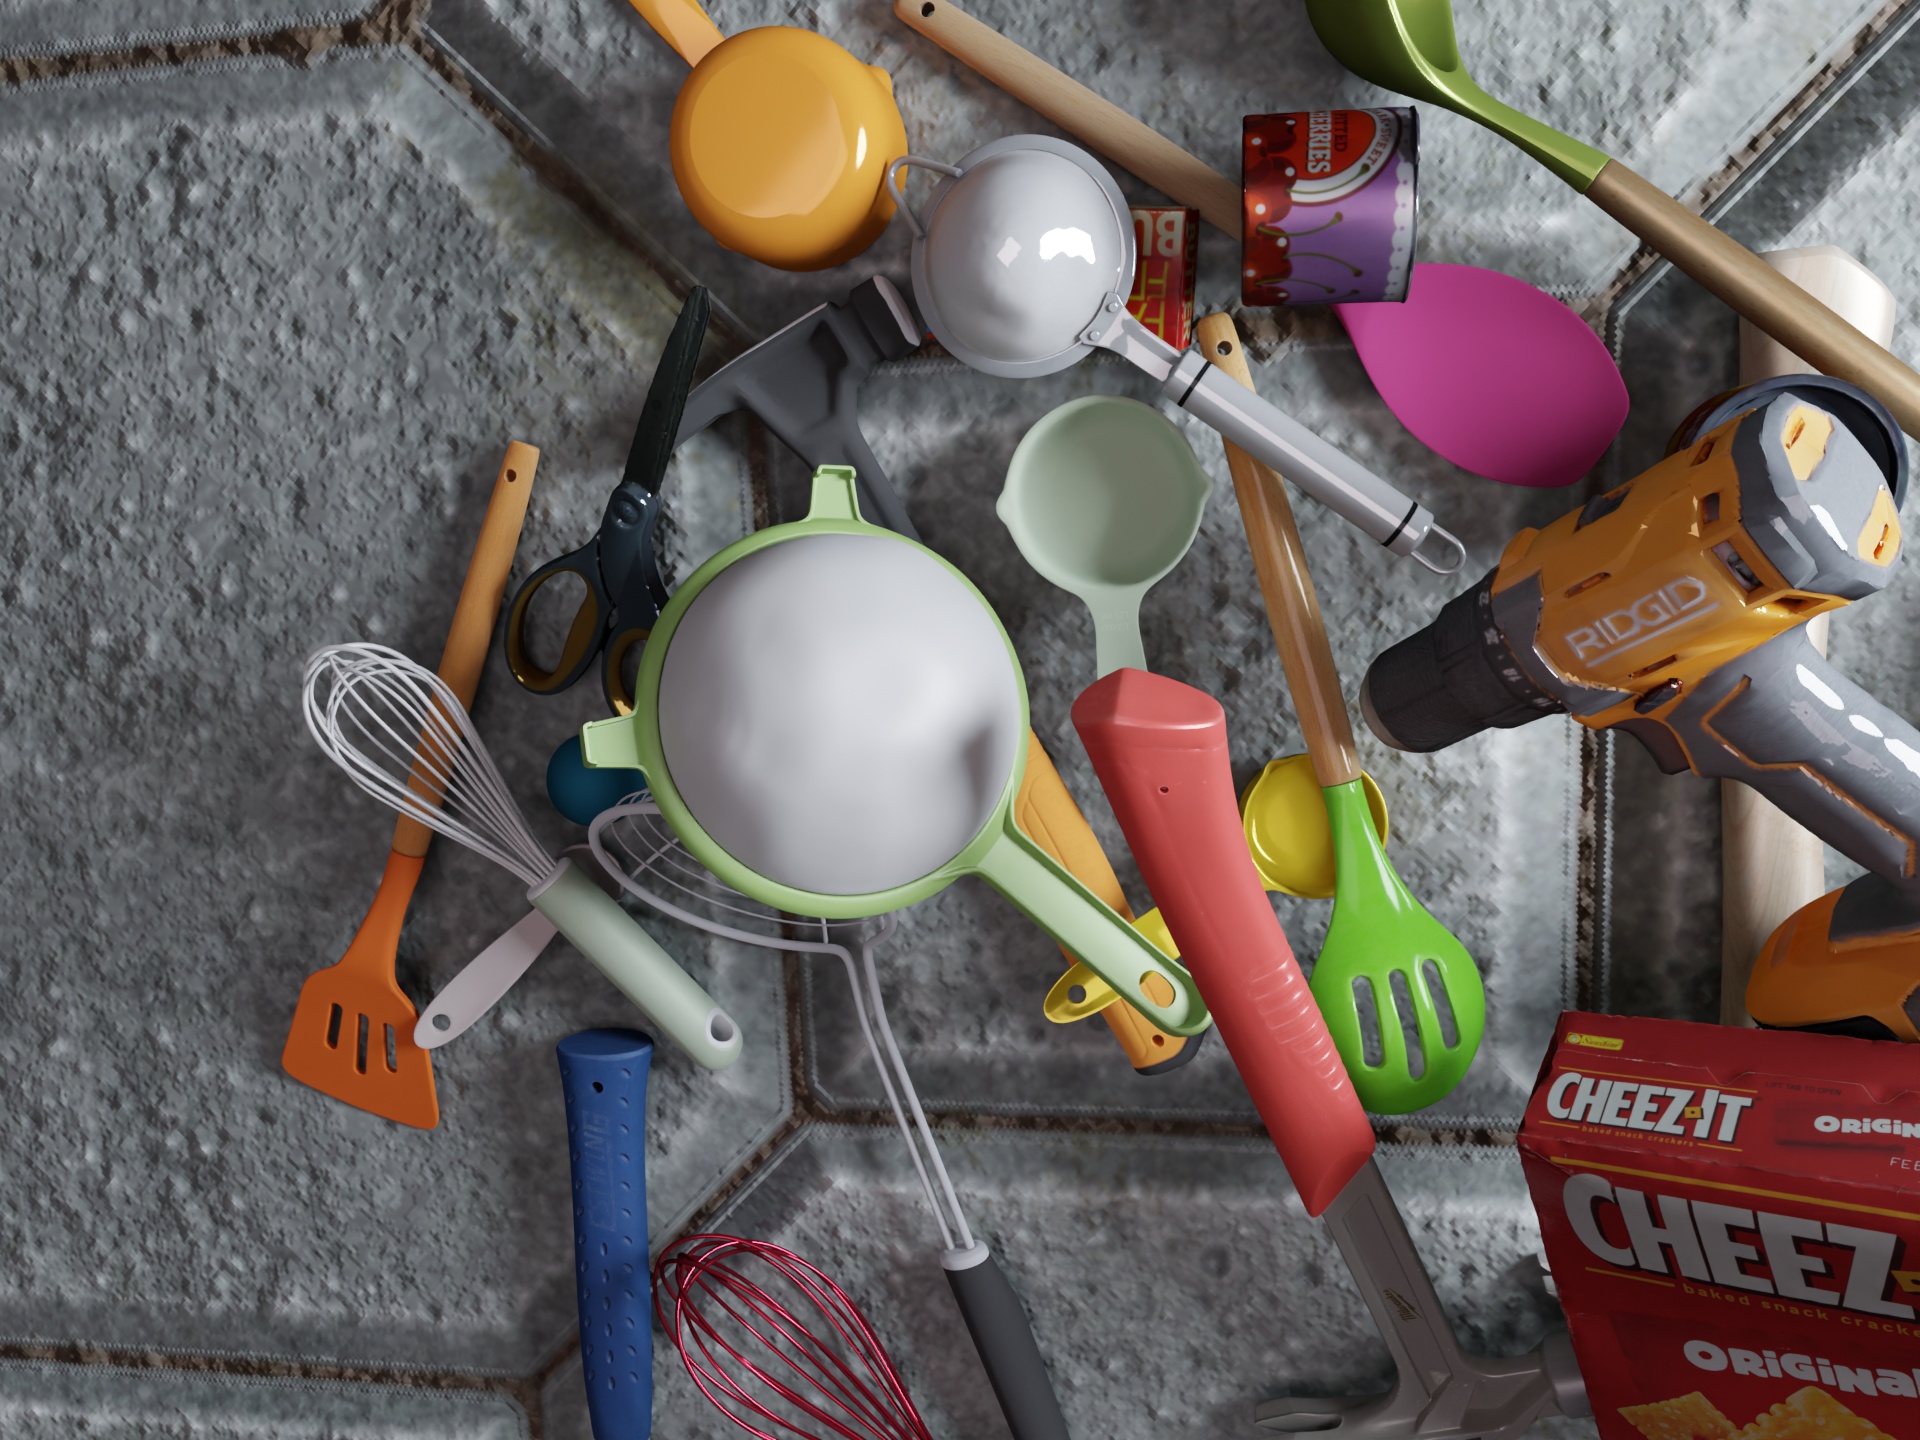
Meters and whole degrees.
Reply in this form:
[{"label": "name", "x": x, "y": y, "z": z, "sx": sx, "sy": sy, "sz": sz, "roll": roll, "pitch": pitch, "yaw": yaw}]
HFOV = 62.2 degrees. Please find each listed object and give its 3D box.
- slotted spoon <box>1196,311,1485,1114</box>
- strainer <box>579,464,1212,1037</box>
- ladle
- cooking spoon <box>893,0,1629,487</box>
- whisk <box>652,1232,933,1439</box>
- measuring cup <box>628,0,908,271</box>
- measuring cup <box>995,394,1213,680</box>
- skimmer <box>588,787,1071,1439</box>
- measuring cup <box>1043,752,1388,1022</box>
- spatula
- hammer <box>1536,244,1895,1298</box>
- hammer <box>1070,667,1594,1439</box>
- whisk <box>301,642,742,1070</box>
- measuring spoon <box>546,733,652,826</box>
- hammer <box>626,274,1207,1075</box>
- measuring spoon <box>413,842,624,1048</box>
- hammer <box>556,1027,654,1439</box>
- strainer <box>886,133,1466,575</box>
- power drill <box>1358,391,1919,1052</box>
[{"label": "slotted spoon", "x": 0.135, "y": -0.001, "z": 0.600, "sx": 0.070, "sy": 0.031, "sz": 0.314, "roll": -15, "pitch": 90, "yaw": -1}, {"label": "strainer", "x": 0.002, "y": 0.027, "z": 0.570, "sx": 0.256, "sy": 0.069, "sz": 0.151, "roll": 41, "pitch": 70, "yaw": -5}, {"label": "ladle", "x": 0.246, "y": -0.179, "z": 0.538, "sx": 0.320, "sy": 0.078, "sz": 0.062, "roll": 40, "pitch": 128, "yaw": 8}, {"label": "cooking spoon", "x": 0.109, "y": -0.190, "z": 0.603, "sx": 0.319, "sy": 0.017, "sz": 0.068, "roll": 34, "pitch": 105, "yaw": 3}, {"label": "whisk", "x": -0.019, "y": 0.326, "z": 0.698, "sx": 0.296, "sy": 0.073, "sz": 0.073, "roll": 43, "pitch": 104, "yaw": -6}, {"label": "measuring cup", "x": -0.096, "y": -0.252, "z": 0.612, "sx": 0.095, "sy": 0.052, "sz": 0.173, "roll": -41, "pitch": 92, "yaw": 14}, {"label": "measuring cup", "x": 0.063, "y": -0.044, "z": 0.628, "sx": 0.083, "sy": 0.038, "sz": 0.167, "roll": -5, "pitch": 100, "yaw": 11}, {"label": "skimmer", "x": -0.039, "y": 0.184, "z": 0.658, "sx": 0.127, "sy": 0.090, "sz": 0.363, "roll": -15, "pitch": 100, "yaw": 43}, {"label": "measuring cup", "x": 0.097, "y": 0.069, "z": 0.629, "sx": 0.156, "sy": 0.029, "sz": 0.062, "roll": -36, "pitch": 92, "yaw": 2}, {"label": "spatula", "x": -0.234, "y": 0.033, "z": 0.704, "sx": 0.081, "sy": 0.041, "sz": 0.322, "roll": 20, "pitch": 98, "yaw": 5}, {"label": "hammer", "x": 0.296, "y": 0.036, "z": 0.598, "sx": 0.146, "sy": 0.038, "sz": 0.410, "roll": -1, "pitch": 99, "yaw": 12}, {"label": "hammer", "x": 0.117, "y": 0.141, "z": 0.580, "sx": 0.149, "sy": 0.037, "sz": 0.358, "roll": -19, "pitch": 114, "yaw": 20}, {"label": "whisk", "x": -0.178, "y": 0.061, "z": 0.665, "sx": 0.059, "sy": 0.058, "sz": 0.246, "roll": -30, "pitch": 110, "yaw": 36}, {"label": "measuring spoon", "x": -0.120, "y": 0.030, "z": 0.680, "sx": 0.128, "sy": 0.021, "sz": 0.042, "roll": 3, "pitch": 100, "yaw": 11}, {"label": "hammer", "x": -0.001, "y": -0.002, "z": 0.647, "sx": 0.127, "sy": 0.034, "sz": 0.337, "roll": -29, "pitch": 93, "yaw": 13}, {"label": "measuring spoon", "x": -0.196, "y": 0.099, "z": 0.702, "sx": 0.124, "sy": 0.018, "sz": 0.034, "roll": -44, "pitch": 103, "yaw": 6}, {"label": "hammer", "x": -0.162, "y": 0.341, "z": 0.735, "sx": 0.144, "sy": 0.035, "sz": 0.405, "roll": 1, "pitch": 100, "yaw": 10}, {"label": "strainer", "x": 0.075, "y": -0.129, "z": 0.574, "sx": 0.258, "sy": 0.050, "sz": 0.087, "roll": 35, "pitch": 110, "yaw": 1}, {"label": "power drill", "x": 0.255, "y": 0.025, "z": 0.526, "sx": 0.226, "sy": 0.084, "sz": 0.185, "roll": 49, "pitch": 142, "yaw": -5}]
